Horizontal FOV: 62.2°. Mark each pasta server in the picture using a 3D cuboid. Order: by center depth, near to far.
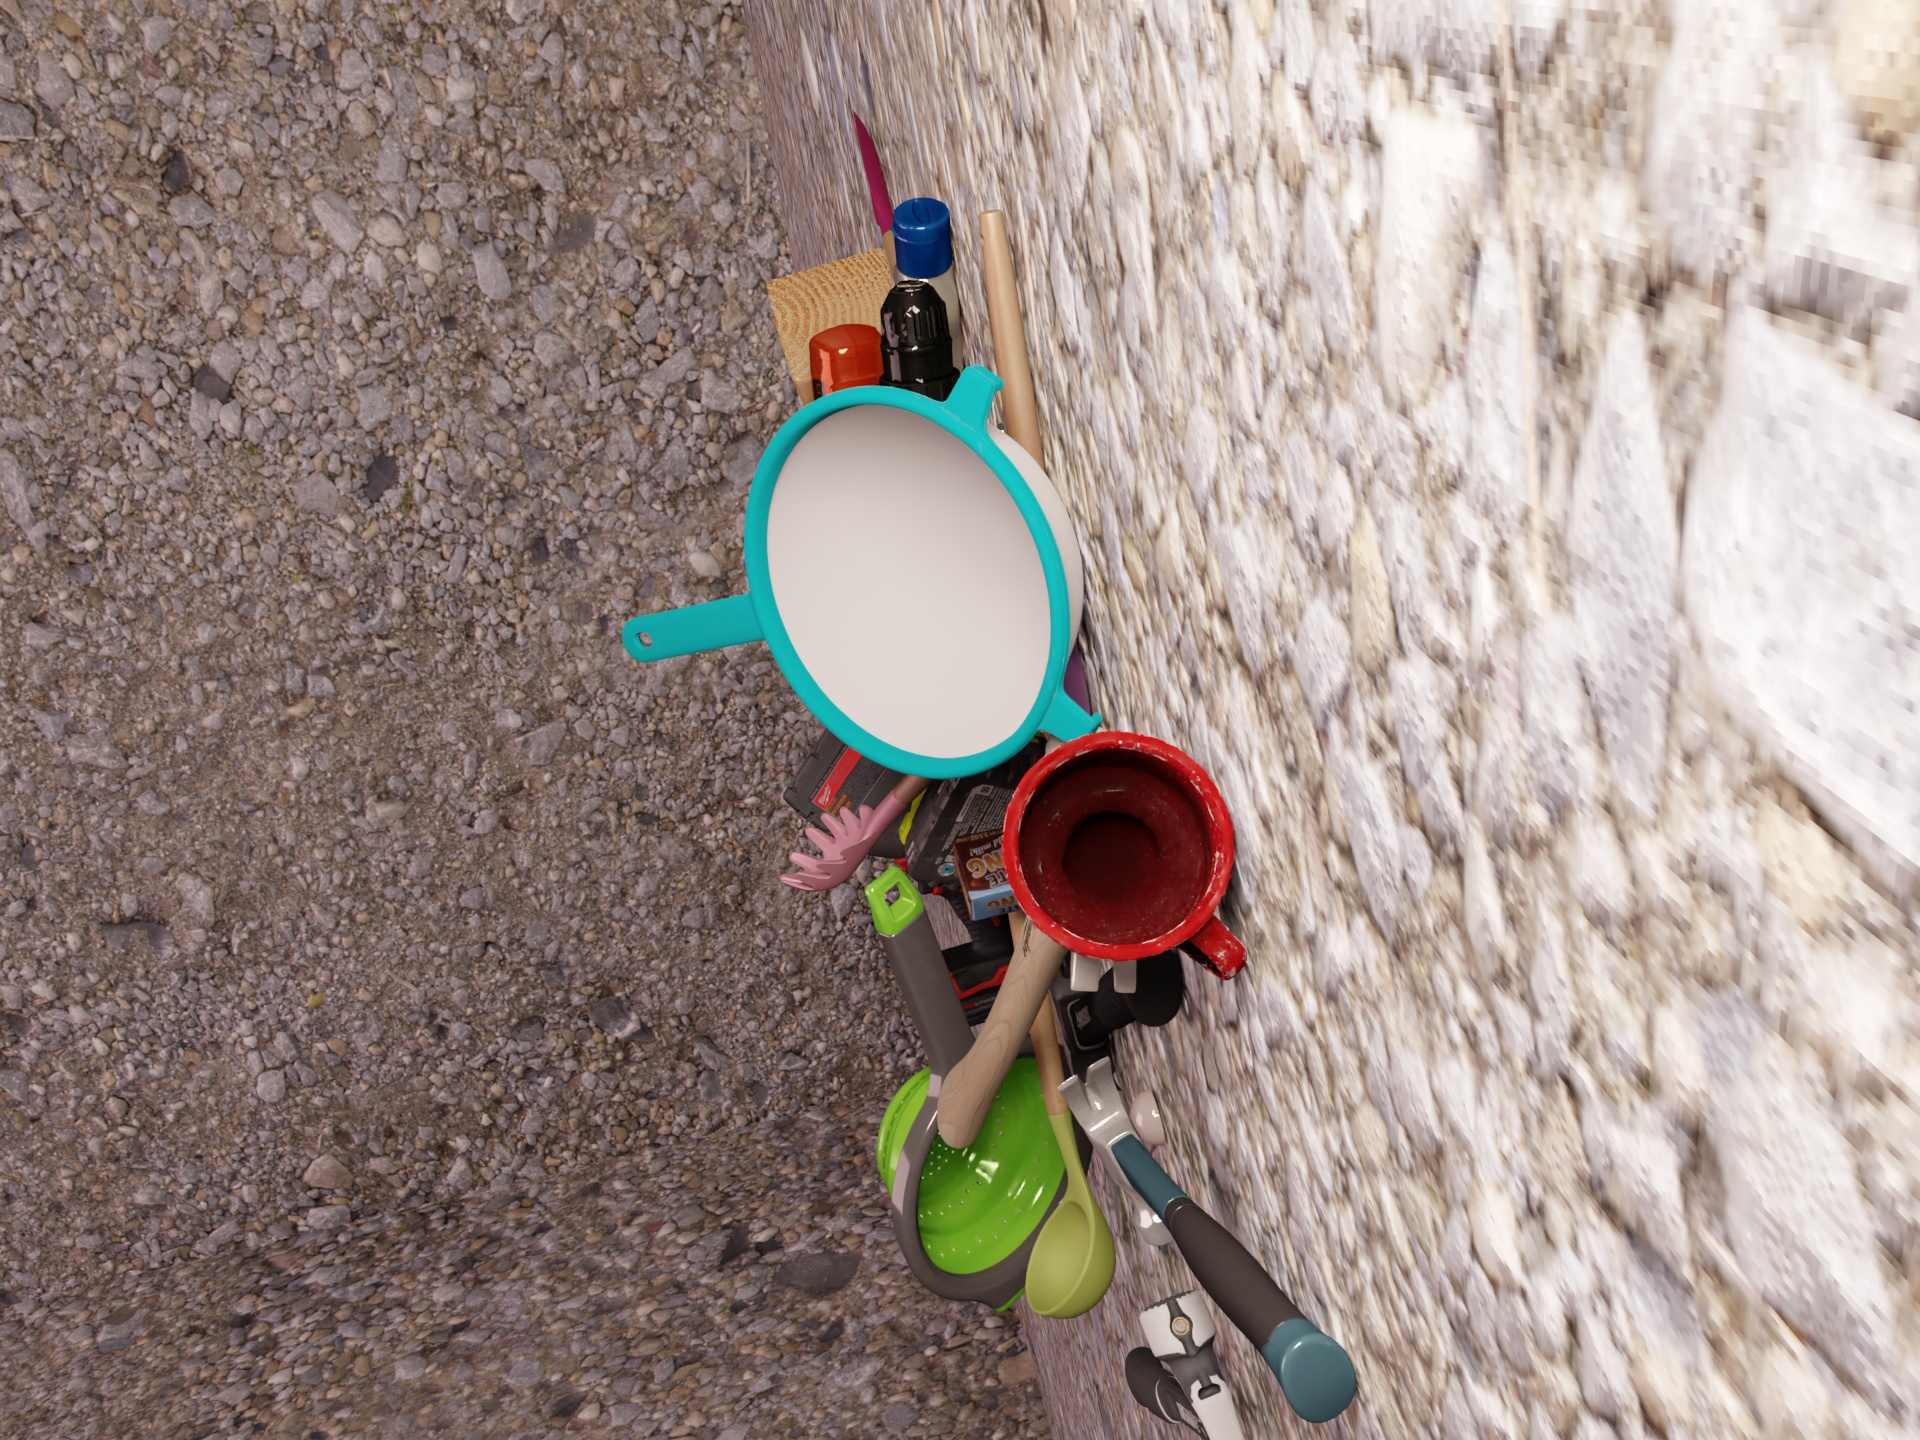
[{"bbox_3d":[-0.031,0.031,1.042,0.316,0.040,0.060,-46,16,43],"label":"pasta server"}]

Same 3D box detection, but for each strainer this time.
[{"bbox_3d":[-0.057,-0.076,0.898,0.340,0.095,0.211,-7,106,42],"label":"strainer"}]

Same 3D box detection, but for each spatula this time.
[{"bbox_3d":[0.042,-0.118,0.874,0.060,0.018,0.315,34,139,59],"label":"spatula"}]

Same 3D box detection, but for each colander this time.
[{"bbox_3d":[-0.020,0.262,1.184,0.095,0.204,0.396,14,133,45],"label":"colander"}]

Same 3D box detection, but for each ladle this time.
[{"bbox_3d":[0.049,0.237,1.055,0.078,0.062,0.320,175,84,-71],"label":"ladle"}]

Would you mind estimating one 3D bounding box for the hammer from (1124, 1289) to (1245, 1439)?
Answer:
[{"bbox_3d":[0.140,0.433,1.000,0.408,0.036,0.149,88,161,-71],"label":"hammer"}]

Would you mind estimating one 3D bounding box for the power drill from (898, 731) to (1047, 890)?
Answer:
[{"bbox_3d":[-0.002,-0.004,1.141,0.223,0.080,0.171,-106,33,-46],"label":"power drill"}]

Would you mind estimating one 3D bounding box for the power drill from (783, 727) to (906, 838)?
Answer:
[{"bbox_3d":[-0.077,0.024,1.384,0.188,0.080,0.227,-55,2,25],"label":"power drill"}]

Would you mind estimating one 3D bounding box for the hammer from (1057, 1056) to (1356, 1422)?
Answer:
[{"bbox_3d":[0.116,0.254,0.785,0.128,0.033,0.331,60,173,-7],"label":"hammer"}]

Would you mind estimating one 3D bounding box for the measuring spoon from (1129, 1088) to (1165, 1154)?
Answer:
[{"bbox_3d":[0.112,0.261,1.004,0.124,0.018,0.034,87,169,-65],"label":"measuring spoon"}]

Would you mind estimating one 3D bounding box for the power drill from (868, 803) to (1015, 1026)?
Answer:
[{"bbox_3d":[-0.014,0.164,1.439,0.079,0.143,0.219,-128,24,-72],"label":"power drill"}]

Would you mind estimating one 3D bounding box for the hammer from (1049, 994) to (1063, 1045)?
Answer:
[{"bbox_3d":[0.054,0.170,1.327,0.130,0.031,0.331,141,116,-84],"label":"hammer"}]

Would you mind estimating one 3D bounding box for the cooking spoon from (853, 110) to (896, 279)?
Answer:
[{"bbox_3d":[-0.048,-0.359,1.239,0.068,0.017,0.319,77,178,-61],"label":"cooking spoon"}]

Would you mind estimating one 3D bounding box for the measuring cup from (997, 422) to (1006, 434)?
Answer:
[{"bbox_3d":[0.023,-0.104,0.982,0.083,0.038,0.167,-110,7,-55],"label":"measuring cup"}]

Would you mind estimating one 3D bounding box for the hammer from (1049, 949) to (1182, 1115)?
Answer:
[{"bbox_3d":[0.088,0.166,0.957,0.334,0.035,0.146,97,159,-74],"label":"hammer"}]

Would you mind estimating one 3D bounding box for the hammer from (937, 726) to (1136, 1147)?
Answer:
[{"bbox_3d":[0.034,0.177,0.948,0.410,0.038,0.146,107,165,-53],"label":"hammer"}]
